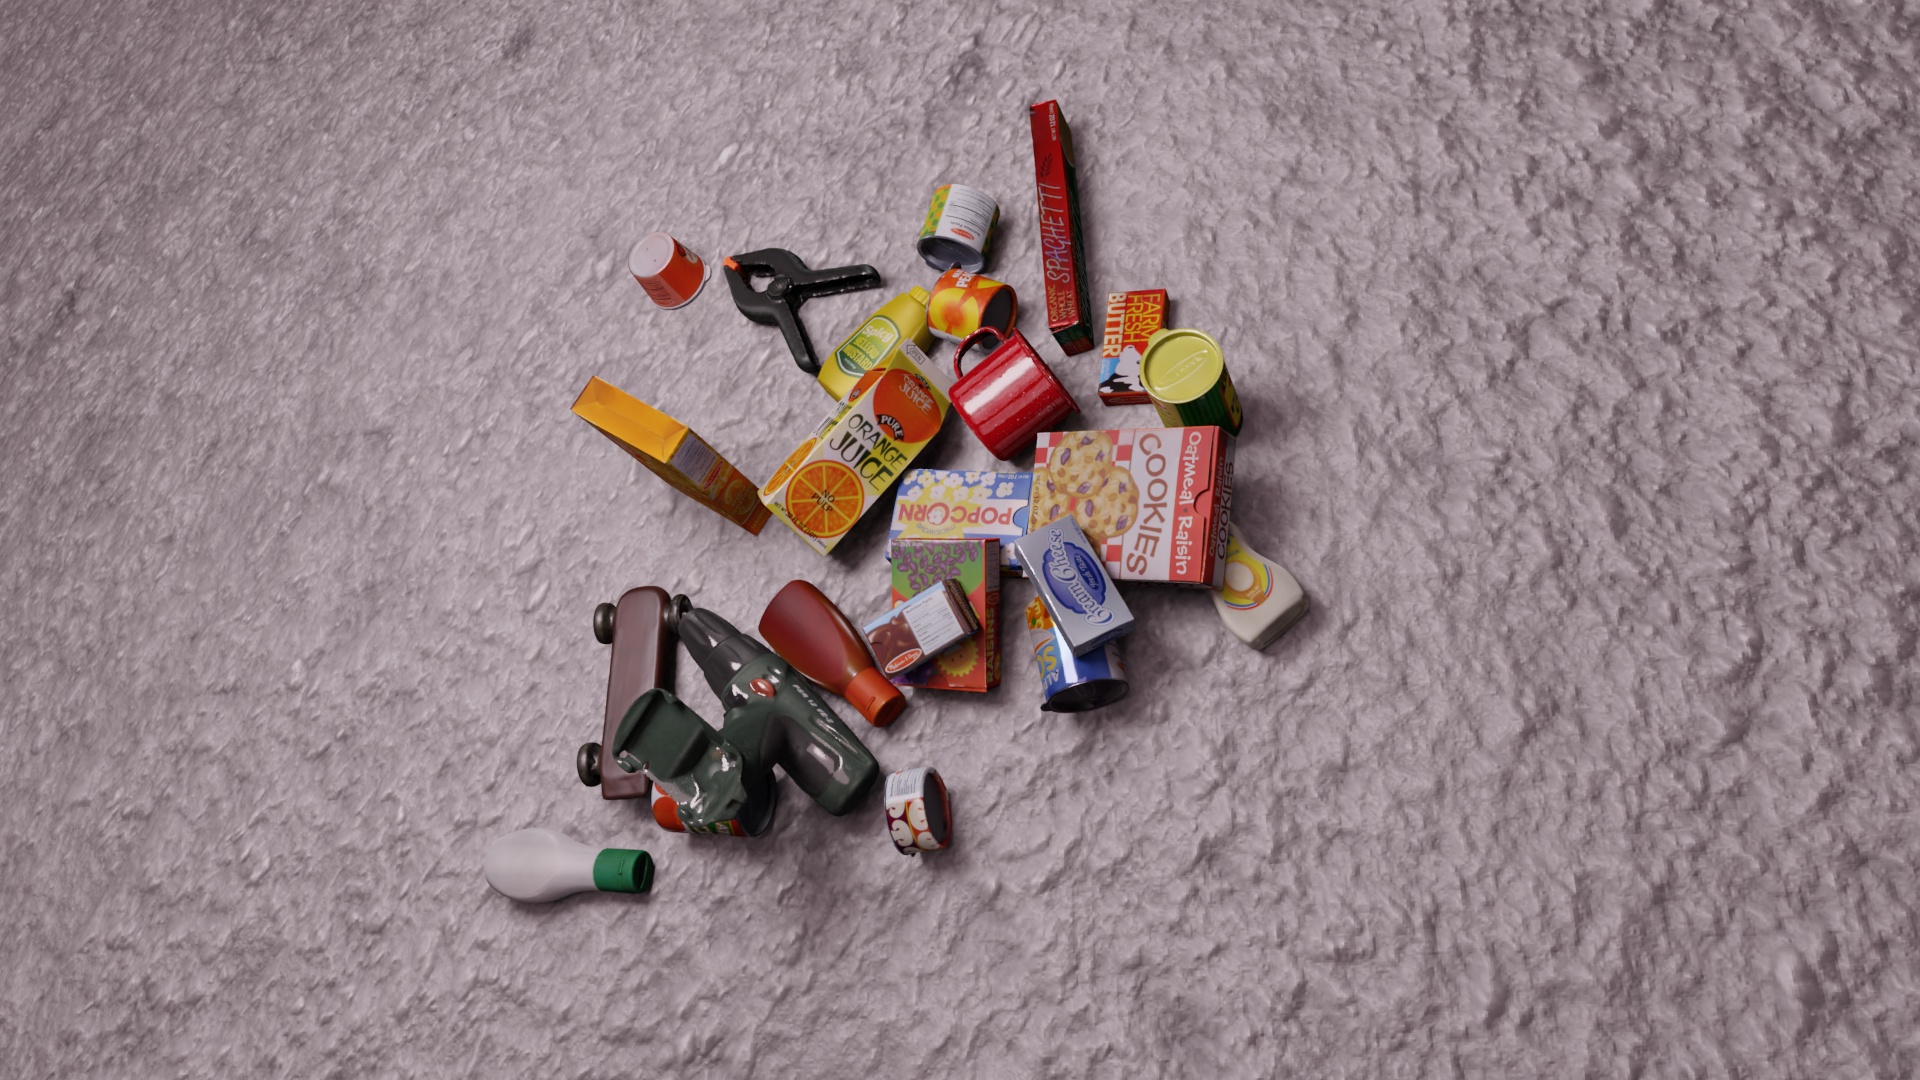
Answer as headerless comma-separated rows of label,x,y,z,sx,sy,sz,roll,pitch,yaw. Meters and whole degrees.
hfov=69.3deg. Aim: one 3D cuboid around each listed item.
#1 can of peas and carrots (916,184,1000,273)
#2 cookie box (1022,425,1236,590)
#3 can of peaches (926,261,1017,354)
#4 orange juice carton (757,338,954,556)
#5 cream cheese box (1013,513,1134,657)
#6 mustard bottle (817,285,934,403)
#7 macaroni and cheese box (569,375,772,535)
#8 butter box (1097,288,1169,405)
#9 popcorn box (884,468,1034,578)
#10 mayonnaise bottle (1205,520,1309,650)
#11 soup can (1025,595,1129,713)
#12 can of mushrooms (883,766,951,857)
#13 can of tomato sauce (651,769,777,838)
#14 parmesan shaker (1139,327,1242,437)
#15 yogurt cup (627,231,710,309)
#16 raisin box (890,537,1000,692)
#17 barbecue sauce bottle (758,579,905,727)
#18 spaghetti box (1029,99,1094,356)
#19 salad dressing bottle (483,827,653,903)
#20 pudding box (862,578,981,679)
can of peas and carrots,-0.002,-0.290,1.298,0.071,0.071,0.059,9,72,25
cookie box,0.133,-0.026,1.109,0.167,0.040,0.123,1,81,38
can of peaches,0.012,-0.209,1.255,0.058,0.071,0.071,24,79,27
orange juice carton,-0.086,-0.084,1.223,0.193,0.071,0.073,-48,17,-2
cream cheese box,0.087,0.035,1.075,0.053,0.024,0.104,-25,64,-8
mustard bottle,-0.061,-0.188,1.286,0.065,0.048,0.160,40,87,28
macaroni and cheese box,-0.253,-0.074,1.246,0.124,0.166,0.040,28,81,28
butter box,0.152,-0.169,1.208,0.053,0.024,0.104,-1,68,22
popcorn box,0.004,-0.015,1.194,0.126,0.038,0.085,3,69,23
mayonnaise bottle,0.205,0.015,1.099,0.064,0.041,0.148,-42,59,4
soup can,0.089,0.087,1.101,0.071,0.071,0.084,-20,62,13
can of mushrooms,-0.032,0.215,1.097,0.033,0.071,0.071,-13,64,15
can of tomato sauce,-0.207,0.214,1.162,0.083,0.071,0.071,-2,68,22
parmesan shaker,0.188,-0.121,1.129,0.071,0.103,0.071,-8,67,18
yogurt cup,-0.302,-0.278,1.416,0.072,0.054,0.072,-8,66,19
raisin box,-0.012,0.059,1.144,0.086,0.040,0.123,1,92,21
barbecue sauce bottle,-0.108,0.099,1.186,0.149,0.043,0.064,41,100,29
spaghetti box,0.091,-0.288,1.268,0.028,0.050,0.251,-12,65,18
salad dressing bottle,-0.338,0.283,1.201,0.147,0.044,0.064,-1,66,20
pudding box,-0.031,0.070,1.113,0.083,0.030,0.050,-32,80,19
